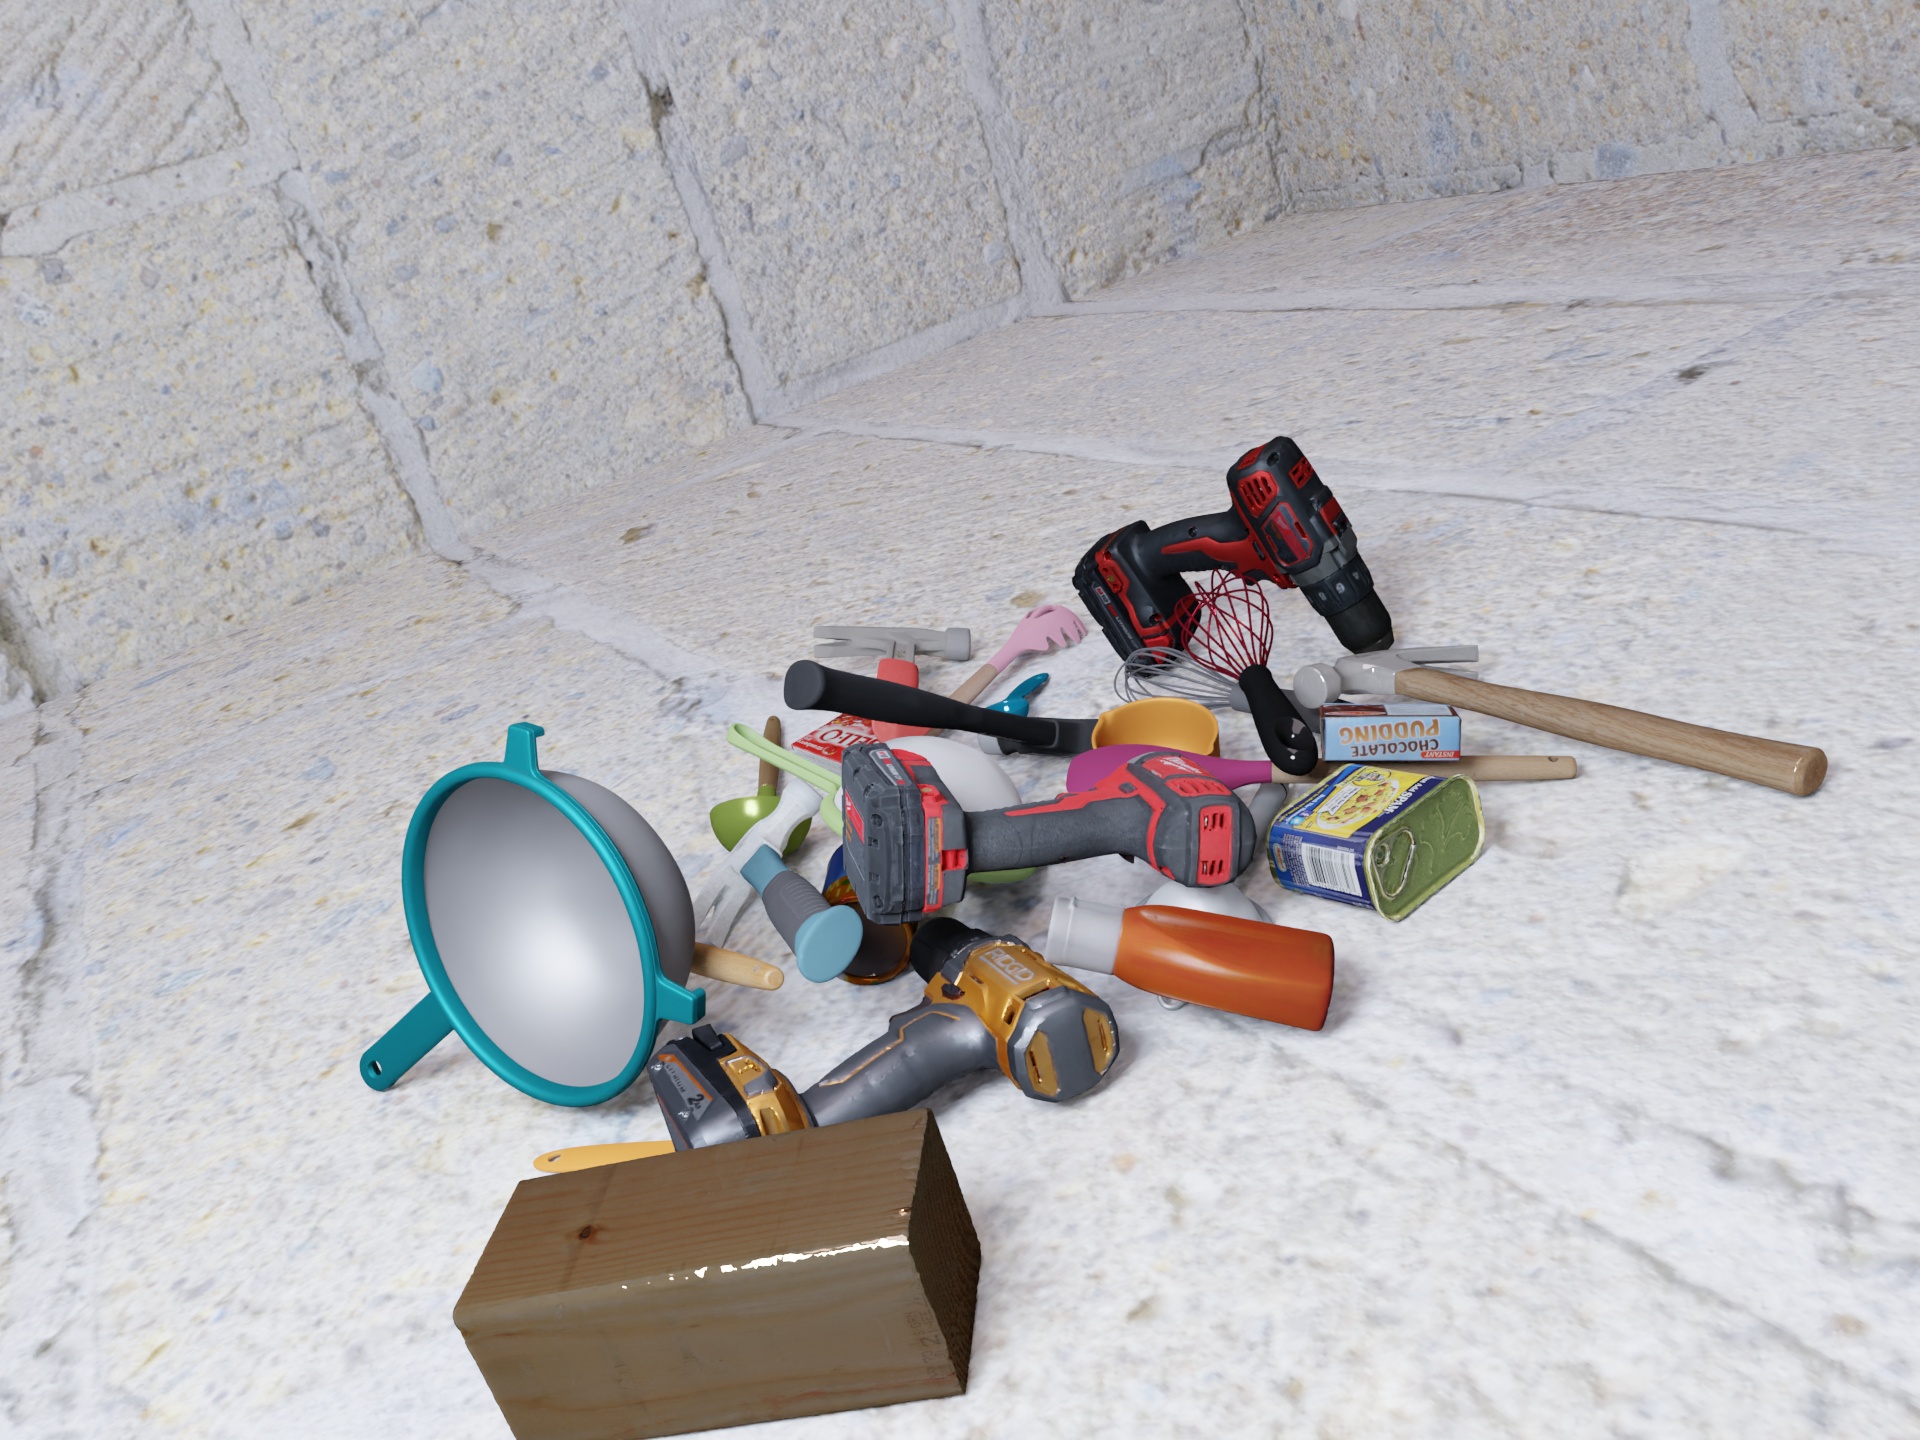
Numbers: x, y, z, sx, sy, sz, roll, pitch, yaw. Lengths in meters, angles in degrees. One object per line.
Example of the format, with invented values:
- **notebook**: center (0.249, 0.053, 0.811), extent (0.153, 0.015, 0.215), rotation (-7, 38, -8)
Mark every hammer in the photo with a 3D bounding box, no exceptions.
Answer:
- **hammer**: center (-0.002, -0.004, 1.096), extent (0.146, 0.035, 0.334), rotation (2, -5, 34)
- **hammer**: center (-0.111, 0.109, 1.008), extent (0.128, 0.033, 0.331), rotation (-49, 14, -6)
- **hammer**: center (0.381, -0.005, 1.019), extent (0.130, 0.031, 0.331), rotation (-14, 20, -35)
- **hammer**: center (-0.062, -0.037, 1.341), extent (0.149, 0.036, 0.359), rotation (0, 13, -1)

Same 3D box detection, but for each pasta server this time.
- **pasta server**: center (0.015, -0.023, 1.384), extent (0.060, 0.040, 0.316), rotation (0, 32, 38)

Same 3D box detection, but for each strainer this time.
- **strainer**: center (-0.055, 0.030, 1.077), extent (0.256, 0.069, 0.151), rotation (24, 14, 29)
- **strainer**: center (-0.270, 0.147, 0.991), extent (0.340, 0.211, 0.095), rotation (-38, -8, 38)
- **strainer**: center (0.166, 0.087, 0.979), extent (0.087, 0.050, 0.258), rotation (10, 28, 22)

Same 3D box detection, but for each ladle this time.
- **ladle**: center (-0.161, 0.039, 1.325), extent (0.078, 0.062, 0.320), rotation (-2, 18, -4)

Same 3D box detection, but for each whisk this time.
- **whisk**: center (0.202, -0.037, 1.108), extent (0.073, 0.073, 0.296), rotation (-16, 26, 5)
- **whisk**: center (0.208, -0.016, 1.192), extent (0.055, 0.055, 0.239), rotation (-32, 30, -33)

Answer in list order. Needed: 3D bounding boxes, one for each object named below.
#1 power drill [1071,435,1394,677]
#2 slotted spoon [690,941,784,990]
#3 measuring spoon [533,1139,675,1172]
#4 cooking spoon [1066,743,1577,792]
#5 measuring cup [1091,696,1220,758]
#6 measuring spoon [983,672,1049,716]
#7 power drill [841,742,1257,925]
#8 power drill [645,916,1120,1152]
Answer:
- **power drill**: center (0.222, -0.107, 1.275), extent (0.226, 0.187, 0.080), rotation (-23, 17, 45)
- **slotted spoon**: center (-0.177, 0.146, 1.010), extent (0.070, 0.031, 0.314), rotation (-48, 20, -22)
- **measuring spoon**: center (-0.194, 0.244, 0.906), extent (0.117, 0.011, 0.021), rotation (-11, 22, 17)
- **cooking spoon**: center (0.226, 0.032, 1.020), extent (0.319, 0.017, 0.069), rotation (-1, 38, 12)
- **measuring cup**: center (0.110, 0.051, 1.085), extent (0.095, 0.052, 0.173), rotation (20, 47, 39)
- **measuring spoon**: center (0.053, -0.015, 1.352), extent (0.042, 0.021, 0.128), rotation (-8, 14, 24)
- **power drill**: center (0.046, 0.056, 0.922), extent (0.219, 0.078, 0.143), rotation (-3, 15, -12)
- **power drill**: center (-0.051, 0.179, 0.869), extent (0.226, 0.084, 0.185), rotation (-21, 19, -19)
